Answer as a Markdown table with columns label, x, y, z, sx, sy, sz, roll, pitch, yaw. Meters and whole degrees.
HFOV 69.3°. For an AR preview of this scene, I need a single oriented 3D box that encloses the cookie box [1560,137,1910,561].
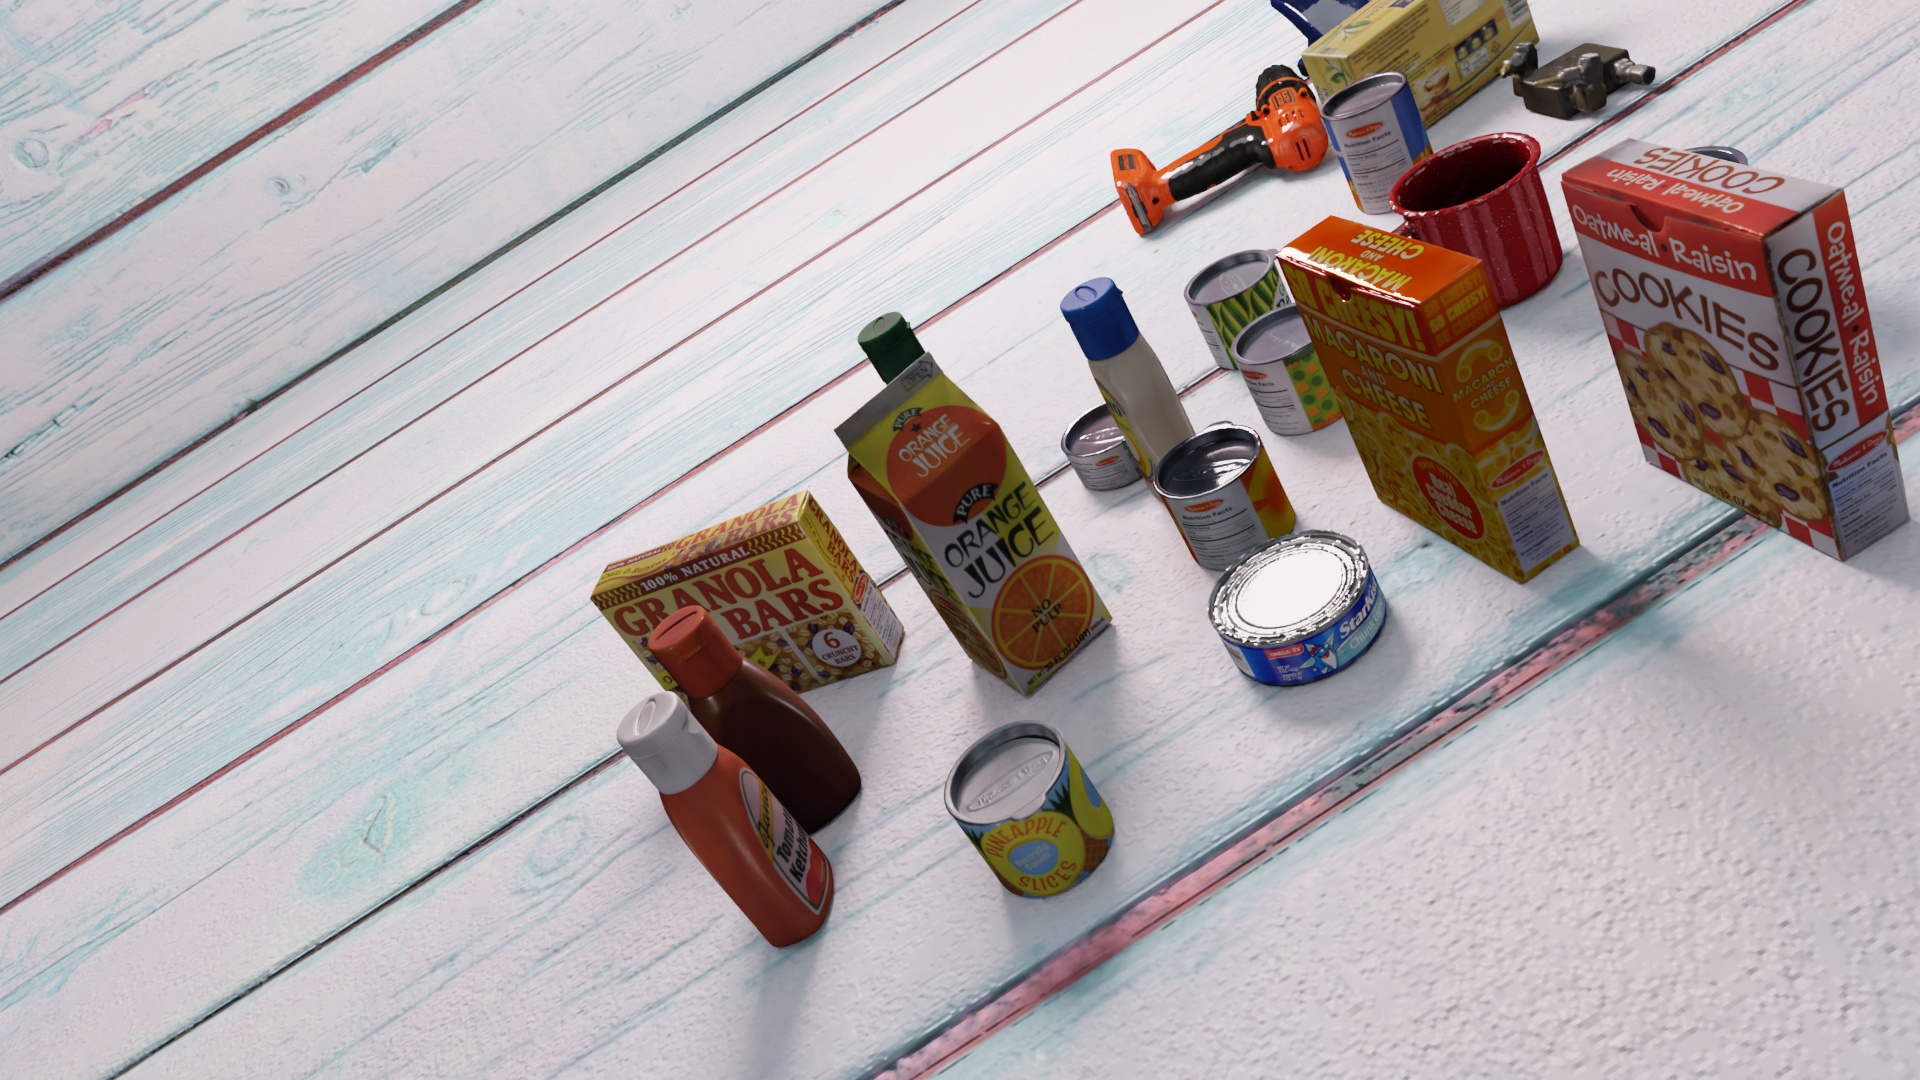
| label | x | y | z | sx | sy | sz | roll | pitch | yaw |
| --- | --- | --- | --- | --- | --- | --- | --- | --- | --- |
| cookie box | 0.336 | -0.086 | 0.607 | 0.040 | 0.167 | 0.123 | -32 | 28 | 0 |

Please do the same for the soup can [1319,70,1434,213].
| label | x | y | z | sx | sy | sz | roll | pitch | yaw |
| --- | --- | --- | --- | --- | --- | --- | --- | --- | --- |
| soup can | 0.318 | -0.301 | 1.047 | 0.071 | 0.083 | 0.072 | -24 | 29 | 15 |

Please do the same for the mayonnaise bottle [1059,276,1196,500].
| label | x | y | z | sx | sy | sz | roll | pitch | yaw |
| --- | --- | --- | --- | --- | --- | --- | --- | --- | --- |
| mayonnaise bottle | 0.109 | -0.092 | 0.859 | 0.041 | 0.147 | 0.065 | -33 | 28 | -1 |

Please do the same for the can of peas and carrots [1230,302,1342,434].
| label | x | y | z | sx | sy | sz | roll | pitch | yaw |
| --- | --- | --- | --- | --- | --- | --- | --- | --- | --- |
| can of peas and carrots | 0.214 | -0.110 | 0.877 | 0.071 | 0.058 | 0.071 | -24 | 29 | 15 |

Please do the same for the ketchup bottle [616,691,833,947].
| label | x | y | z | sx | sy | sz | roll | pitch | yaw |
| --- | --- | --- | --- | --- | --- | --- | --- | --- | --- |
| ketchup bottle | -0.121 | 0.142 | 0.718 | 0.043 | 0.148 | 0.065 | -26 | 29 | 12 |

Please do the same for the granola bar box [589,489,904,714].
| label | x | y | z | sx | sy | sz | roll | pitch | yaw |
| --- | --- | --- | --- | --- | --- | --- | --- | --- | --- |
| granola bar box | -0.138 | 0.047 | 0.909 | 0.165 | 0.124 | 0.039 | -19 | 31 | 23 |

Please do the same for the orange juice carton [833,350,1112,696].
| label | x | y | z | sx | sy | sz | roll | pitch | yaw |
| --- | --- | --- | --- | --- | --- | --- | --- | --- | --- |
| orange juice carton | 0.003 | -0.010 | 0.788 | 0.072 | 0.192 | 0.073 | -40 | 29 | -14 |

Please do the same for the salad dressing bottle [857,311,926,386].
| label | x | y | z | sx | sy | sz | roll | pitch | yaw |
| --- | --- | --- | --- | --- | --- | --- | --- | --- | --- |
| salad dressing bottle | -0.021 | -0.094 | 0.989 | 0.044 | 0.147 | 0.064 | -24 | 30 | 16 |

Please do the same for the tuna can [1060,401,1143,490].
| label | x | y | z | sx | sy | sz | roll | pitch | yaw |
| --- | --- | --- | --- | --- | --- | --- | --- | --- | --- |
| tuna can | 0.105 | -0.068 | 0.944 | 0.071 | 0.032 | 0.071 | -24 | 30 | 15 |

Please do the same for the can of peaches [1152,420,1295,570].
| label | x | y | z | sx | sy | sz | roll | pitch | yaw |
| --- | --- | --- | --- | --- | --- | --- | --- | --- | --- |
| can of peaches | 0.154 | -0.026 | 0.806 | 0.071 | 0.058 | 0.071 | -24 | 29 | 15 |

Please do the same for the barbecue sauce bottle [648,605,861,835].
| label | x | y | z | sx | sy | sz | roll | pitch | yaw |
| --- | --- | --- | --- | --- | --- | --- | --- | --- | --- |
| barbecue sauce bottle | -0.118 | 0.101 | 0.778 | 0.065 | 0.148 | 0.044 | -36 | 29 | -7 |

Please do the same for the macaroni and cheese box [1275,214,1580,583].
| label | x | y | z | sx | sy | sz | roll | pitch | yaw |
| --- | --- | --- | --- | --- | --- | --- | --- | --- | --- |
| macaroni and cheese box | 0.230 | -0.071 | 0.689 | 0.040 | 0.166 | 0.124 | -34 | 28 | -4 |

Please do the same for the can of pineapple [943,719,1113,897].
| label | x | y | z | sx | sy | sz | roll | pitch | yaw |
| --- | --- | --- | --- | --- | --- | --- | --- | --- | --- |
| can of pineapple | 0.034 | 0.132 | 0.677 | 0.071 | 0.057 | 0.071 | -24 | 29 | 15 |

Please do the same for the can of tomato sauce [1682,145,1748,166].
| label | x | y | z | sx | sy | sz | roll | pitch | yaw |
| --- | --- | --- | --- | --- | --- | --- | --- | --- | --- |
| can of tomato sauce | 0.395 | -0.159 | 0.752 | 0.071 | 0.083 | 0.071 | -24 | 29 | 15 |

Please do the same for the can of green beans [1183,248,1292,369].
| label | x | y | z | sx | sy | sz | roll | pitch | yaw |
| --- | --- | --- | --- | --- | --- | --- | --- | --- | --- |
| can of green beans | 0.198 | -0.162 | 0.974 | 0.071 | 0.057 | 0.071 | -24 | 29 | 15 |
